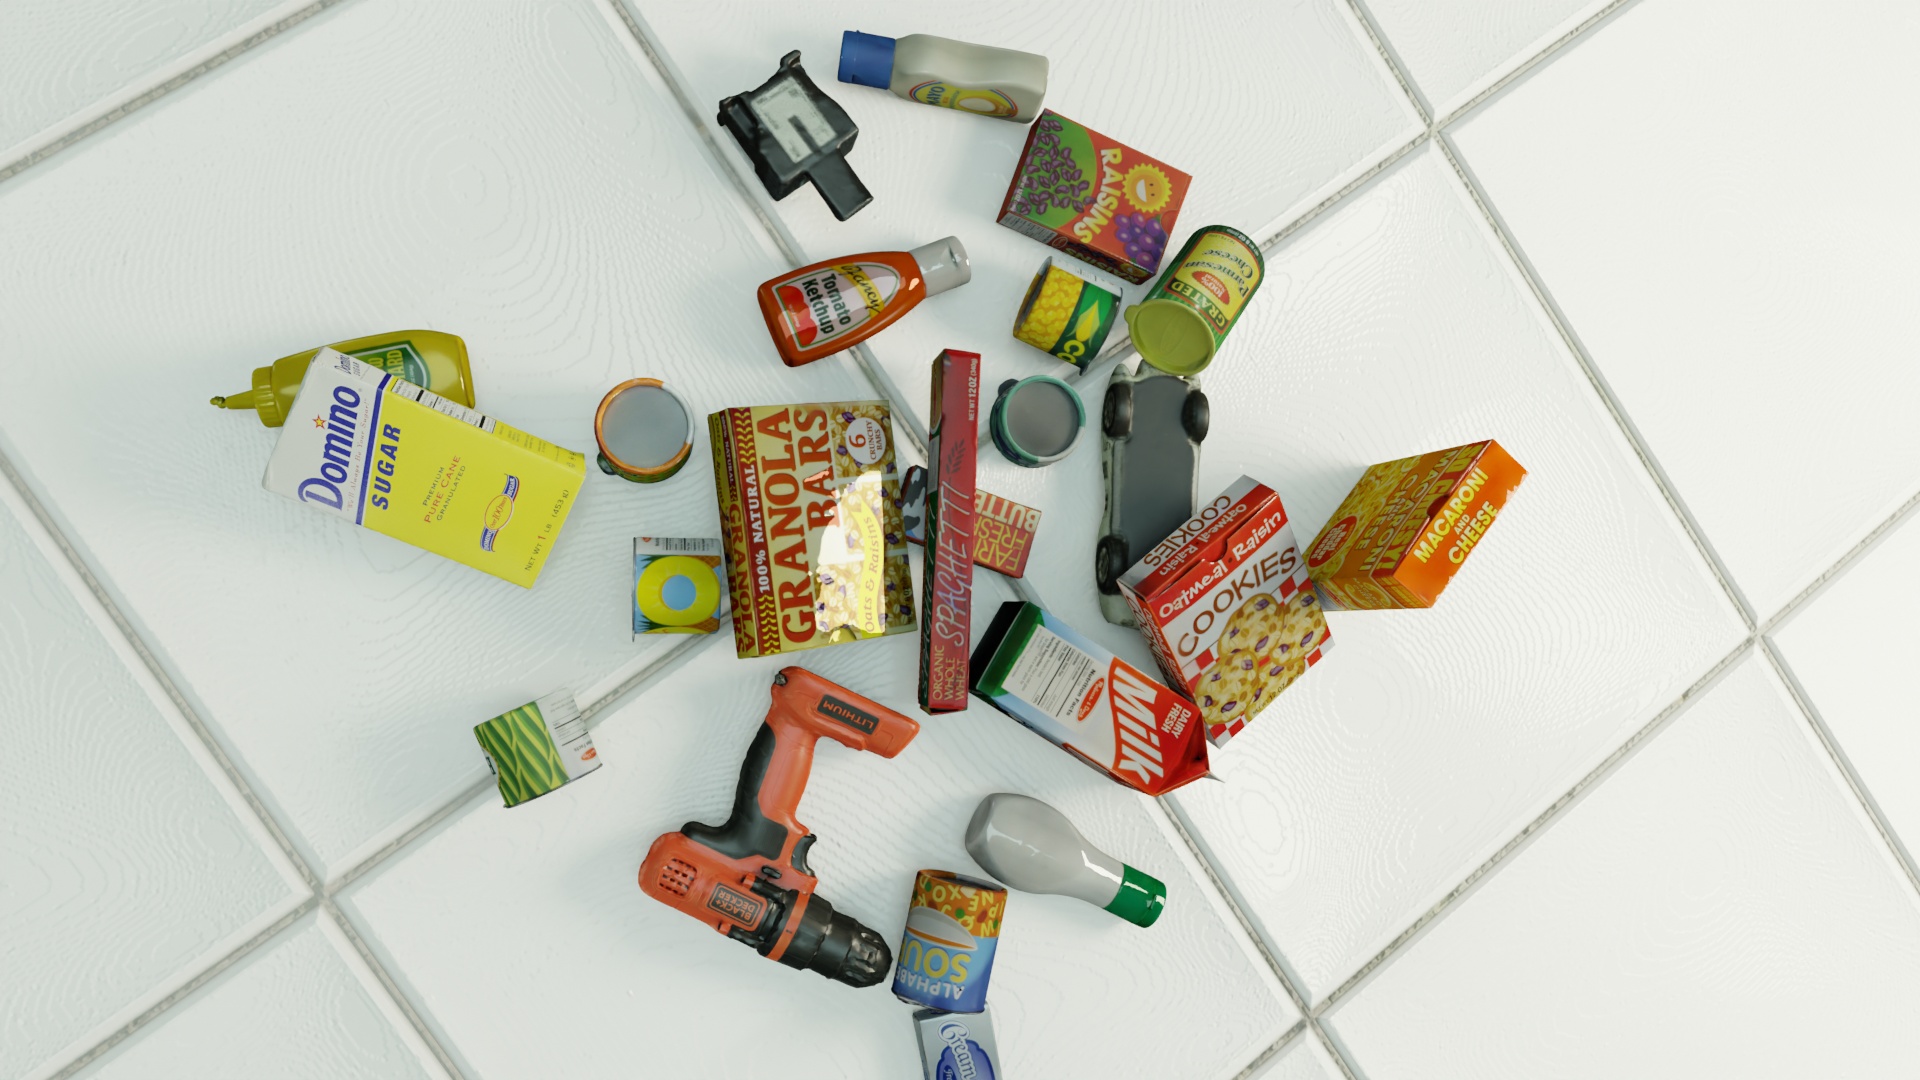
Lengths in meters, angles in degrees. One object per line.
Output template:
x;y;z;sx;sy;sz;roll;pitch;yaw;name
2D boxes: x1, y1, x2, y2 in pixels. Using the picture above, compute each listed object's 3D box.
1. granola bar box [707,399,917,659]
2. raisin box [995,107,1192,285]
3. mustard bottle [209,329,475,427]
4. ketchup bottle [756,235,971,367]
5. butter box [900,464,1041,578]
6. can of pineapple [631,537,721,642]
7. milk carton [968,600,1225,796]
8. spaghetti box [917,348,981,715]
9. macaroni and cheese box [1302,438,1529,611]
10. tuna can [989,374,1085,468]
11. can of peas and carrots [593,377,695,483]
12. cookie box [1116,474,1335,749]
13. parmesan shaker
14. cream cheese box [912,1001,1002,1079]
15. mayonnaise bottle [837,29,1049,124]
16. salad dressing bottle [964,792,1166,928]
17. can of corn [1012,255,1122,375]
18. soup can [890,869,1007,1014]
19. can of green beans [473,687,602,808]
-0.099;-0.010;0.943;0.124;0.039;0.165;-7;89;-34;granola bar box
0.100;-0.255;1.036;0.123;0.040;0.086;22;81;-11;raisin box
-0.405;-0.099;0.908;0.160;0.049;0.065;-10;94;-13;mustard bottle
-0.066;-0.177;0.992;0.149;0.043;0.064;-23;91;-14;ketchup bottle
0.004;-0.013;1.005;0.103;0.024;0.053;20;83;-10;butter box
-0.192;0.032;0.938;0.058;0.071;0.071;1;86;-13;can of pineapple
0.100;0.122;0.994;0.190;0.072;0.073;32;81;-8;milk carton
-0.008;-0.005;0.963;0.029;0.050;0.250;3;86;-10;spaghetti box
0.314;-0.007;1.001;0.040;0.166;0.124;41;79;-7;macaroni and cheese box
0.055;-0.089;1.018;0.071;0.033;0.071;1;87;-13;tuna can
-0.216;-0.073;0.943;0.071;0.058;0.071;1;86;-12;can of peas and carrots
0.194;0.053;0.993;0.123;0.040;0.166;-39;128;-12;cookie box
0.172;-0.179;1.015;0.071;0.071;0.103;41;55;-7;parmesan shaker
0.002;0.379;0.979;0.053;0.024;0.103;-11;89;-14;cream cheese box
-0.014;-0.338;1.007;0.148;0.064;0.041;7;82;-8;mayonnaise bottle
0.077;0.232;0.996;0.147;0.044;0.064;28;72;-10;salad dressing bottle
0.076;-0.164;1.011;0.058;0.071;0.071;23;82;-9;can of corn
-0.009;0.276;0.960;0.071;0.071;0.084;13;83;-11;soup can
-0.278;0.135;0.912;0.071;0.071;0.058;-24;91;-13;can of green beans
